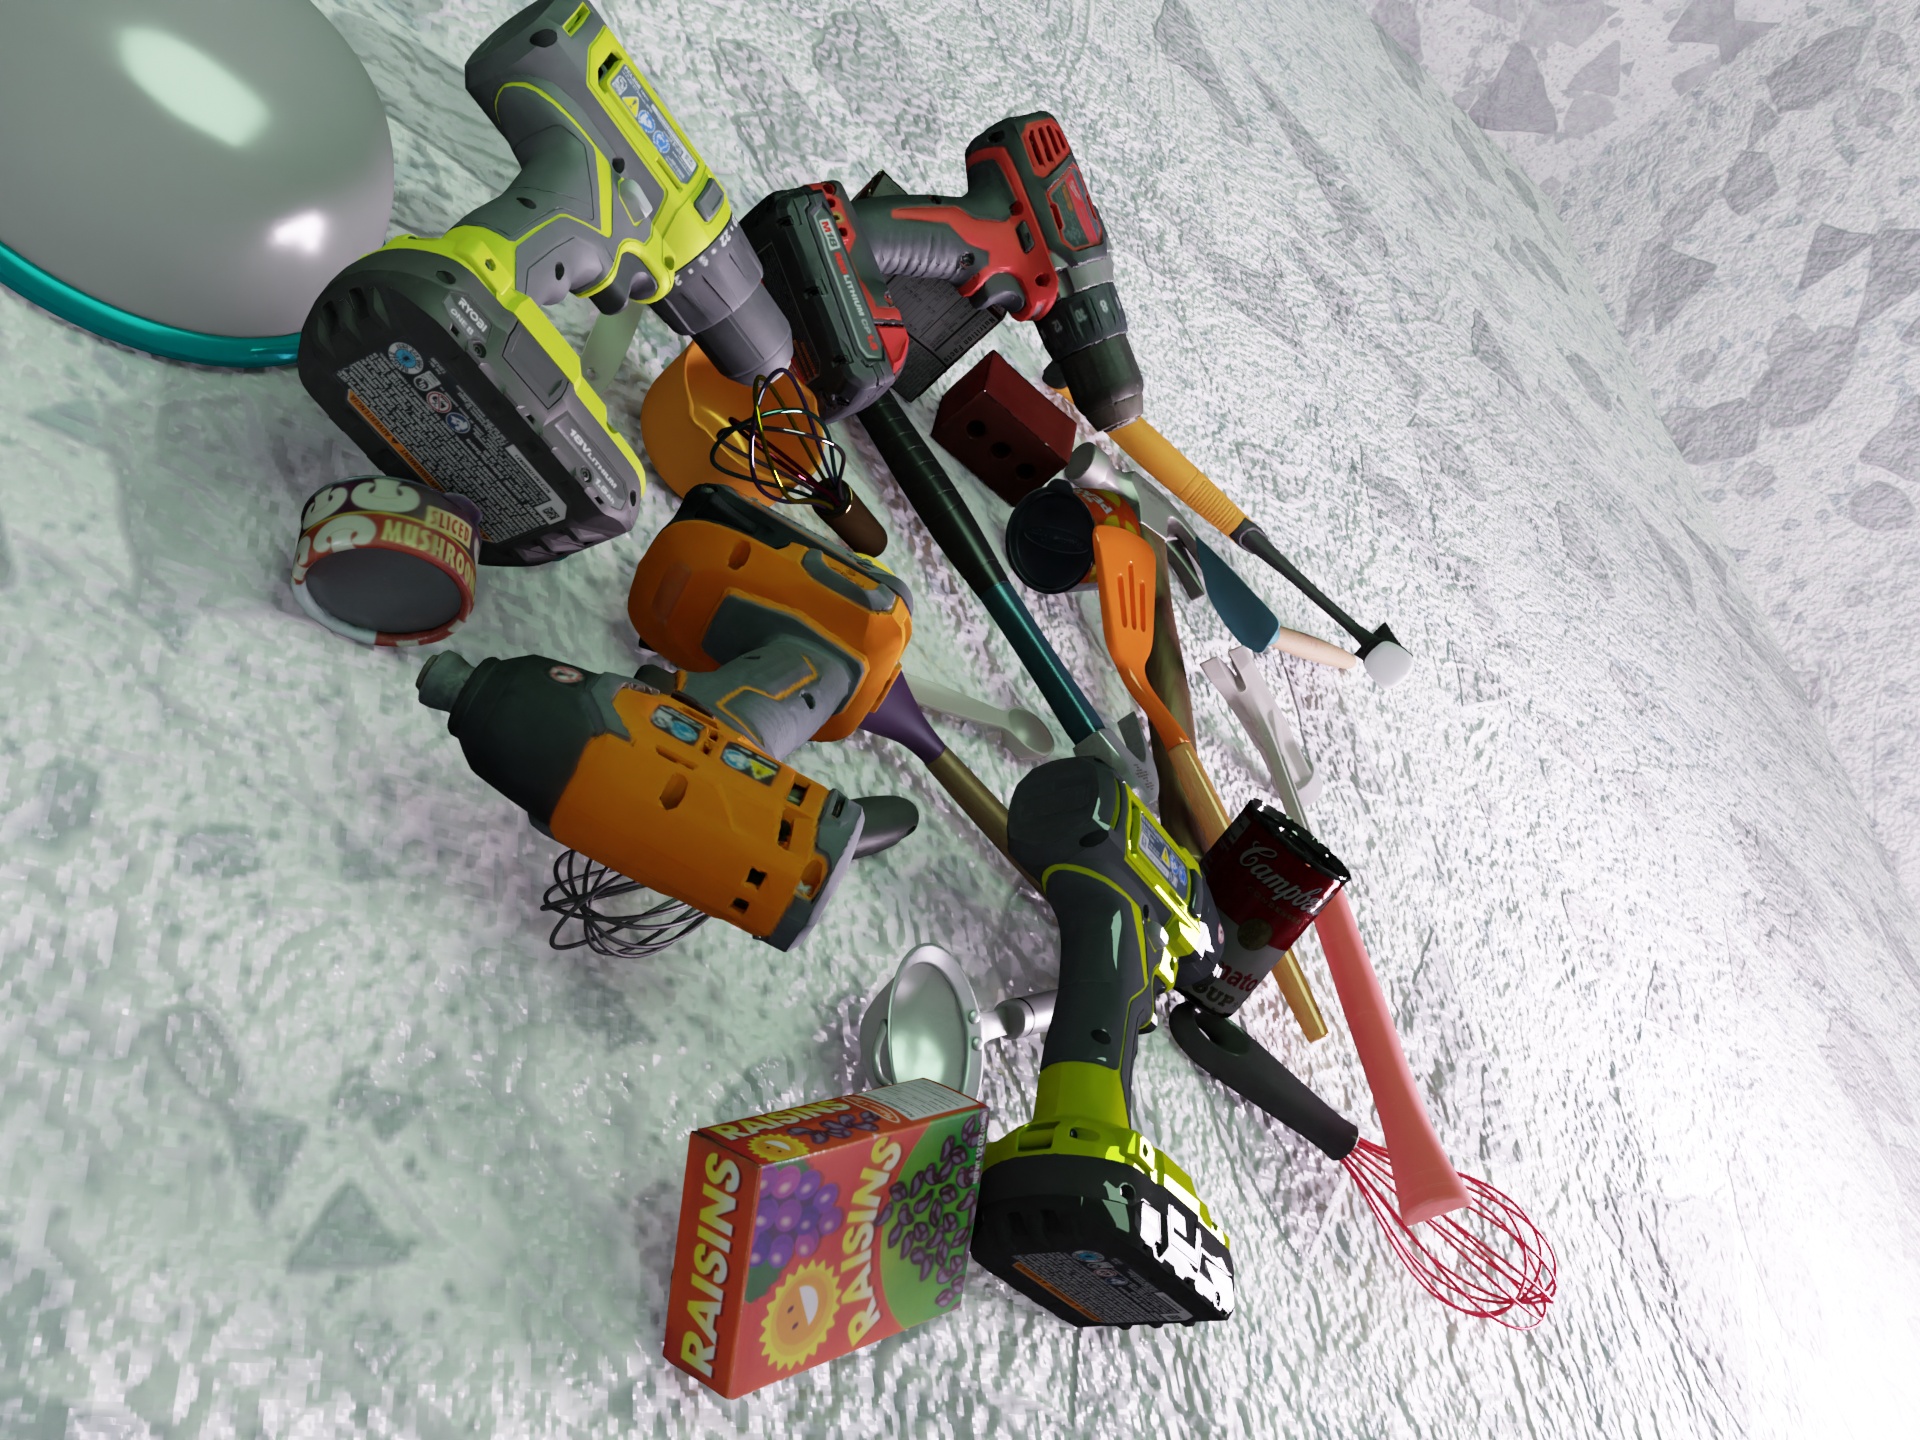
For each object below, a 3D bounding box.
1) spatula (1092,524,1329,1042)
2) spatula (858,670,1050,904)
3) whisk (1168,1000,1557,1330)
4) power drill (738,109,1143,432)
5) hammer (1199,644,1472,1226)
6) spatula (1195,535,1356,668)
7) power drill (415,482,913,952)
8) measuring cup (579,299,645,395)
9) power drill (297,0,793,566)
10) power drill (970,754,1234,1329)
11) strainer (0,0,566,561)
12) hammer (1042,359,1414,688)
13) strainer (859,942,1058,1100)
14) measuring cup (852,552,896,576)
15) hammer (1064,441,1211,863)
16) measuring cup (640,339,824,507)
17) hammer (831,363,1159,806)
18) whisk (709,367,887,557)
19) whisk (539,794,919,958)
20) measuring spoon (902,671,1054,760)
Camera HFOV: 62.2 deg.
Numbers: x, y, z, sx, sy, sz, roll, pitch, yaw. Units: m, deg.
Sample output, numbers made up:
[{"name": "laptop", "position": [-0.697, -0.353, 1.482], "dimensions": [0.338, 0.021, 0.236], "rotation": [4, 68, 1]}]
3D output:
[{"name": "spatula", "position": [0.146, 0.033, 0.933], "dimensions": [0.081, 0.041, 0.323], "rotation": [7, 55, -57]}, {"name": "spatula", "position": [0.002, 0.037, 0.813], "dimensions": [0.315, 0.018, 0.060], "rotation": [48, 53, -18]}, {"name": "whisk", "position": [0.229, 0.248, 0.892], "dimensions": [0.295, 0.073, 0.073], "rotation": [39, 37, -12]}, {"name": "power drill", "position": [0.000, -0.231, 0.893], "dimensions": [0.226, 0.080, 0.188], "rotation": [-26, 97, -32]}, {"name": "hammer", "position": [0.217, 0.119, 0.927], "dimensions": [0.149, 0.036, 0.359], "rotation": [51, 21, -41]}, {"name": "spatula", "position": [0.240, -0.065, 1.143], "dimensions": [0.082, 0.044, 0.317], "rotation": [50, 20, 24]}, {"name": "power drill", "position": [-0.107, -0.016, 0.639], "dimensions": [0.164, 0.084, 0.227], "rotation": [28, 27, -7]}, {"name": "measuring cup", "position": [-0.178, -0.228, 0.833], "dimensions": [0.083, 0.038, 0.168], "rotation": [35, 55, -33]}, {"name": "power drill", "position": [-0.157, -0.174, 0.673], "dimensions": [0.190, 0.080, 0.229], "rotation": [52, 37, -34]}, {"name": "power drill", "position": [0.076, 0.150, 0.726], "dimensions": [0.171, 0.080, 0.223], "rotation": [48, 39, -41]}, {"name": "strainer", "position": [-0.266, -0.209, 0.646], "dimensions": [0.340, 0.095, 0.211], "rotation": [45, 35, -12]}, {"name": "hammer", "position": [0.194, -0.151, 1.163], "dimensions": [0.337, 0.034, 0.127], "rotation": [41, 14, -3]}, {"name": "strainer", "position": [0.019, 0.142, 0.741], "dimensions": [0.258, 0.050, 0.087], "rotation": [3, 79, -56]}, {"name": "measuring cup", "position": [-0.076, -0.047, 0.795], "dimensions": [0.062, 0.029, 0.156], "rotation": [56, 35, 2]}, {"name": "hammer", "position": [0.134, -0.037, 1.039], "dimensions": [0.130, 0.031, 0.332], "rotation": [28, 42, -33]}, {"name": "measuring cup", "position": [-0.140, -0.182, 0.809], "dimensions": [0.095, 0.052, 0.173], "rotation": [-27, 84, -53]}, {"name": "hammer", "position": [0.013, -0.085, 0.912], "dimensions": [0.331, 0.033, 0.128], "rotation": [58, 17, 11]}, {"name": "whisk", "position": [-0.068, -0.108, 0.765], "dimensions": [0.047, 0.051, 0.245], "rotation": [51, 2, 10]}, {"name": "whisk", "position": [-0.087, 0.059, 0.683], "dimensions": [0.239, 0.055, 0.055], "rotation": [-10, 69, -58]}, {"name": "measuring spoon", "position": [-0.001, -0.003, 0.866], "dimensions": [0.124, 0.018, 0.034], "rotation": [20, 37, -31]}]
